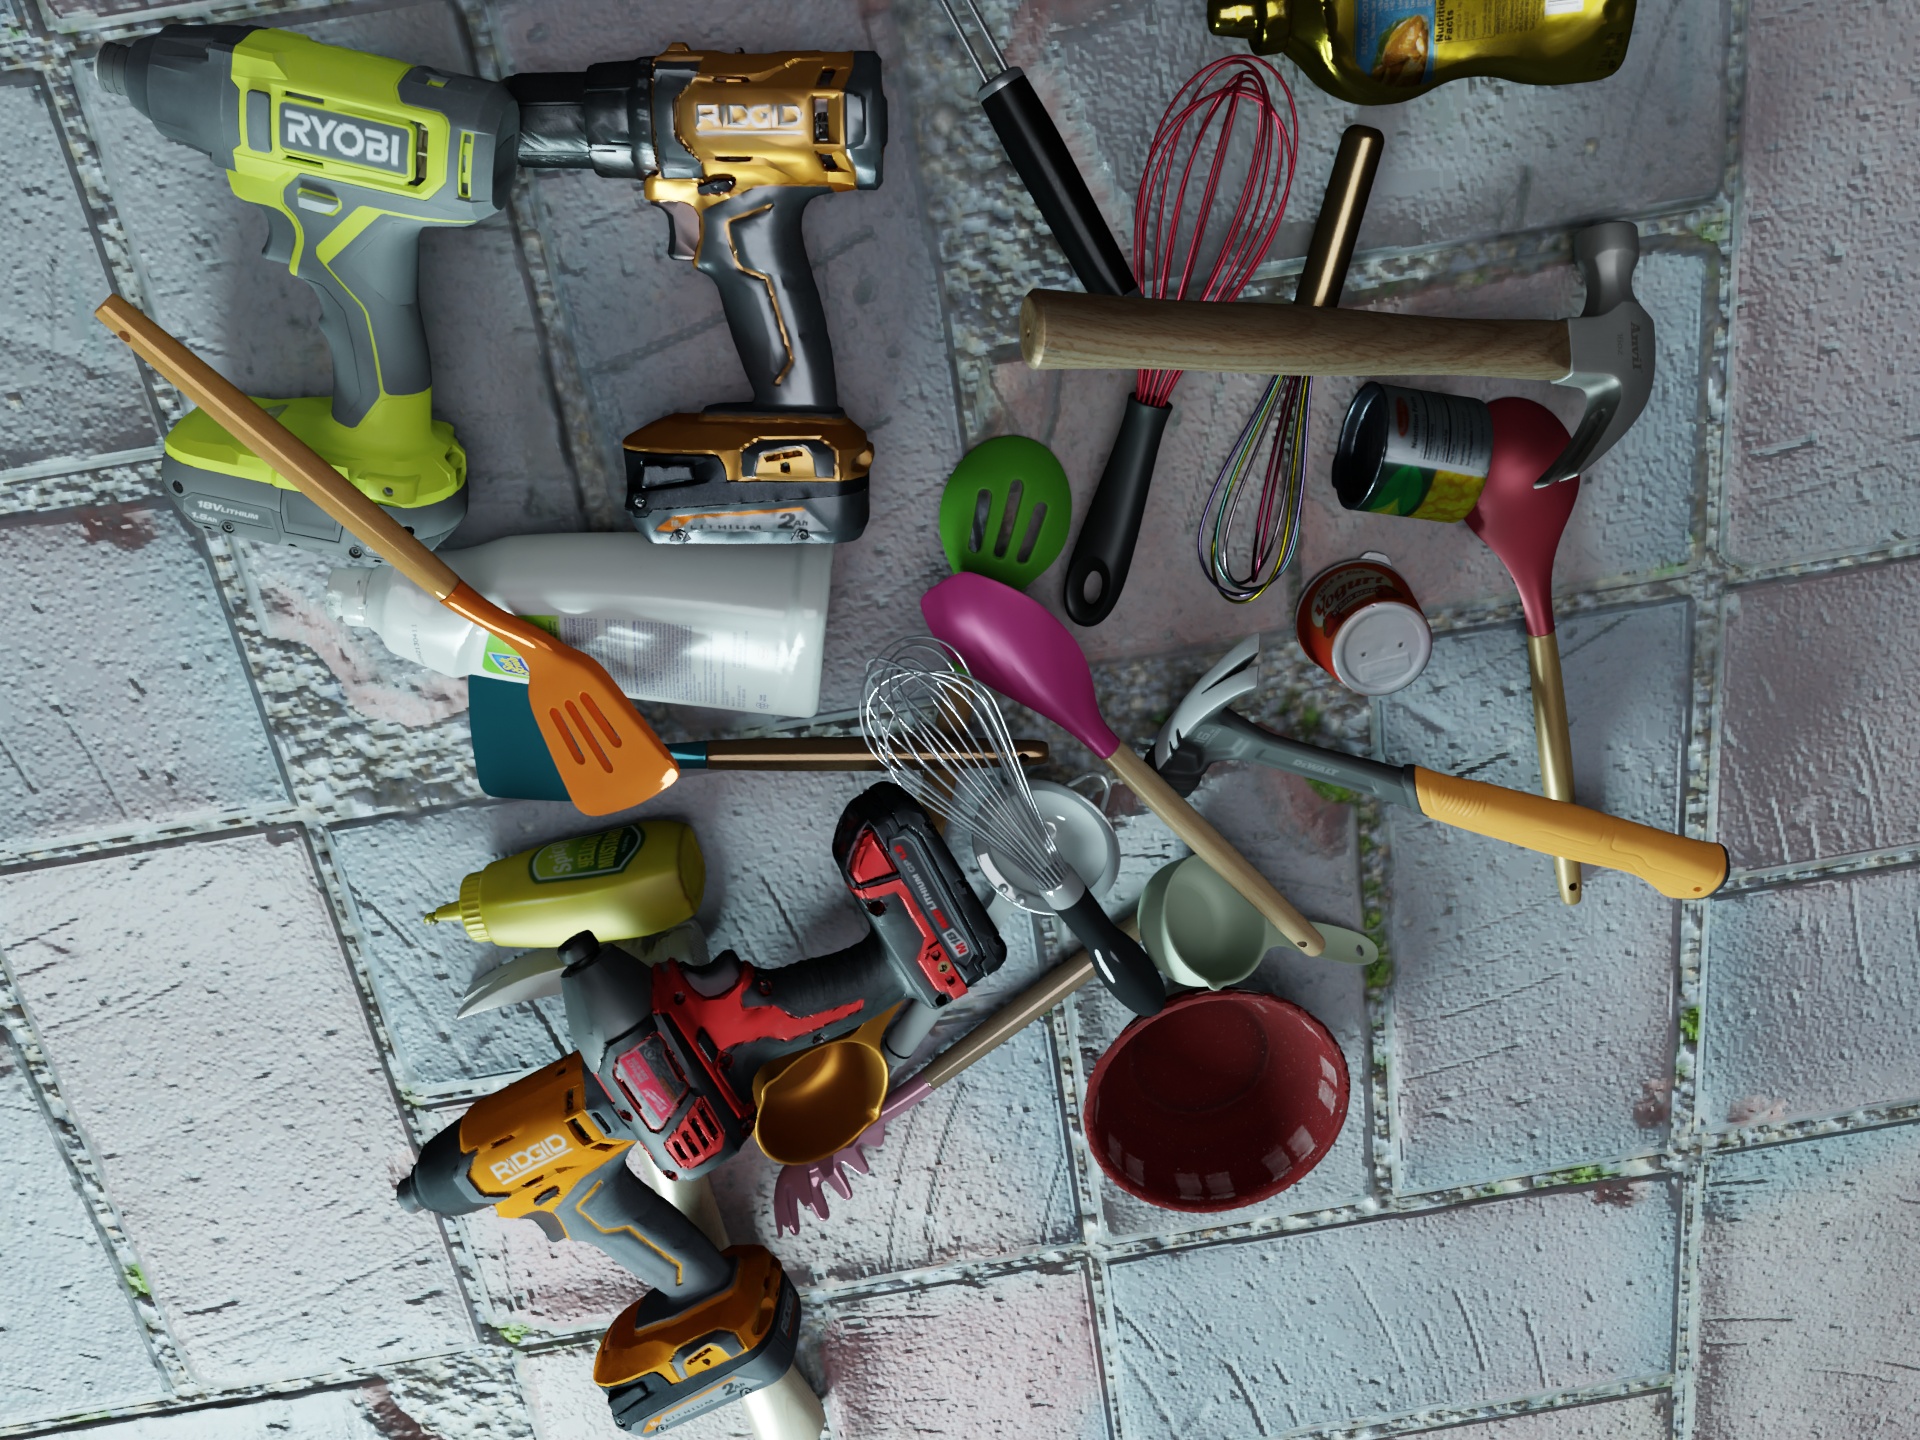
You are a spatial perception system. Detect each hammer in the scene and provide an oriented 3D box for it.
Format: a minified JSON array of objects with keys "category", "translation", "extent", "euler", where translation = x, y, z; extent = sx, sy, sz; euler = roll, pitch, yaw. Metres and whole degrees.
[{"category":"hammer","translation":[0.278,0.040,0.881],"extent":[0.336,0.034,0.127],"euler":[15,146,-10]},{"category":"hammer","translation":[-0.176,0.314,0.996],"extent":[0.146,0.038,0.410],"euler":[-13,113,3]},{"category":"hammer","translation":[0.187,-0.177,0.753],"extent":[0.331,0.031,0.130],"euler":[-2,86,-17]}]

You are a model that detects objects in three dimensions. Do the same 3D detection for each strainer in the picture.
[{"category":"strainer","translation":[0.015,0.119,0.927],"extent":[0.087,0.050,0.258],"euler":[35,113,1]}]

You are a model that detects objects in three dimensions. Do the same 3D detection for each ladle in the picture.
[{"category":"ladle","translation":[0.328,-0.028,0.896],"extent":[0.069,0.031,0.315],"euler":[-15,115,3]}]

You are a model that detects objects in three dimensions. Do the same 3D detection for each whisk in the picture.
[{"category":"whisk","translation":[0.101,-0.179,0.800],"extent":[0.073,0.073,0.295],"euler":[11,117,-9]},{"category":"whisk","translation":[0.175,-0.176,0.814],"extent":[0.051,0.047,0.245],"euler":[11,108,-7]},{"category":"whisk","translation":[0.037,0.066,0.846],"extent":[0.070,0.070,0.284],"euler":[-33,119,9]}]

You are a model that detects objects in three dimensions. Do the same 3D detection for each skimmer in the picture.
[{"category":"skimmer","translation":[-0.018,-0.331,0.689],"extent":[0.127,0.090,0.363],"euler":[-27,105,18]}]

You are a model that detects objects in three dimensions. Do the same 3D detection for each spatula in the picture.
[{"category":"spatula","translation":[-0.260,-0.071,0.738],"extent":[0.081,0.041,0.322],"euler":[-21,127,37]},{"category":"spatula","translation":[-0.111,0.012,0.867],"extent":[0.317,0.044,0.082],"euler":[0,112,-4]}]

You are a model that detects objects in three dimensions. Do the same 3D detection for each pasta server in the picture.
[{"category":"pasta server","translation":[0.006,0.209,0.964],"extent":[0.316,0.060,0.040],"euler":[-38,67,9]}]

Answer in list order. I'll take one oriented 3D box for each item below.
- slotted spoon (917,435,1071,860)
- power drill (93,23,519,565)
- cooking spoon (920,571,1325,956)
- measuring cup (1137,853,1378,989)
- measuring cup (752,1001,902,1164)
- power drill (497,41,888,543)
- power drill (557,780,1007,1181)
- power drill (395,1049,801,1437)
[{"category":"slotted spoon","translation":[-0.001,-0.003,0.882],"extent":[0.070,0.031,0.313],"euler":[11,113,-7]},{"category":"power drill","translation":[-0.299,-0.195,0.729],"extent":[0.171,0.080,0.223],"euler":[11,122,-6]},{"category":"cooking spoon","translation":[0.098,0.032,0.867],"extent":[0.318,0.017,0.069],"euler":[42,133,-21]},{"category":"measuring cup","translation":[0.175,0.126,0.940],"extent":[0.167,0.038,0.083],"euler":[15,69,-29]},{"category":"measuring cup","translation":[-0.070,0.175,0.934],"extent":[0.095,0.052,0.173],"euler":[29,95,-43]},{"category":"power drill","translation":[-0.127,-0.203,0.762],"extent":[0.185,0.084,0.226],"euler":[0,109,-2]},{"category":"power drill","translation":[-0.099,0.131,0.848],"extent":[0.219,0.078,0.143],"euler":[-32,102,-7]},{"category":"power drill","translation":[-0.213,0.306,0.931],"extent":[0.164,0.084,0.226],"euler":[-27,108,11]}]
